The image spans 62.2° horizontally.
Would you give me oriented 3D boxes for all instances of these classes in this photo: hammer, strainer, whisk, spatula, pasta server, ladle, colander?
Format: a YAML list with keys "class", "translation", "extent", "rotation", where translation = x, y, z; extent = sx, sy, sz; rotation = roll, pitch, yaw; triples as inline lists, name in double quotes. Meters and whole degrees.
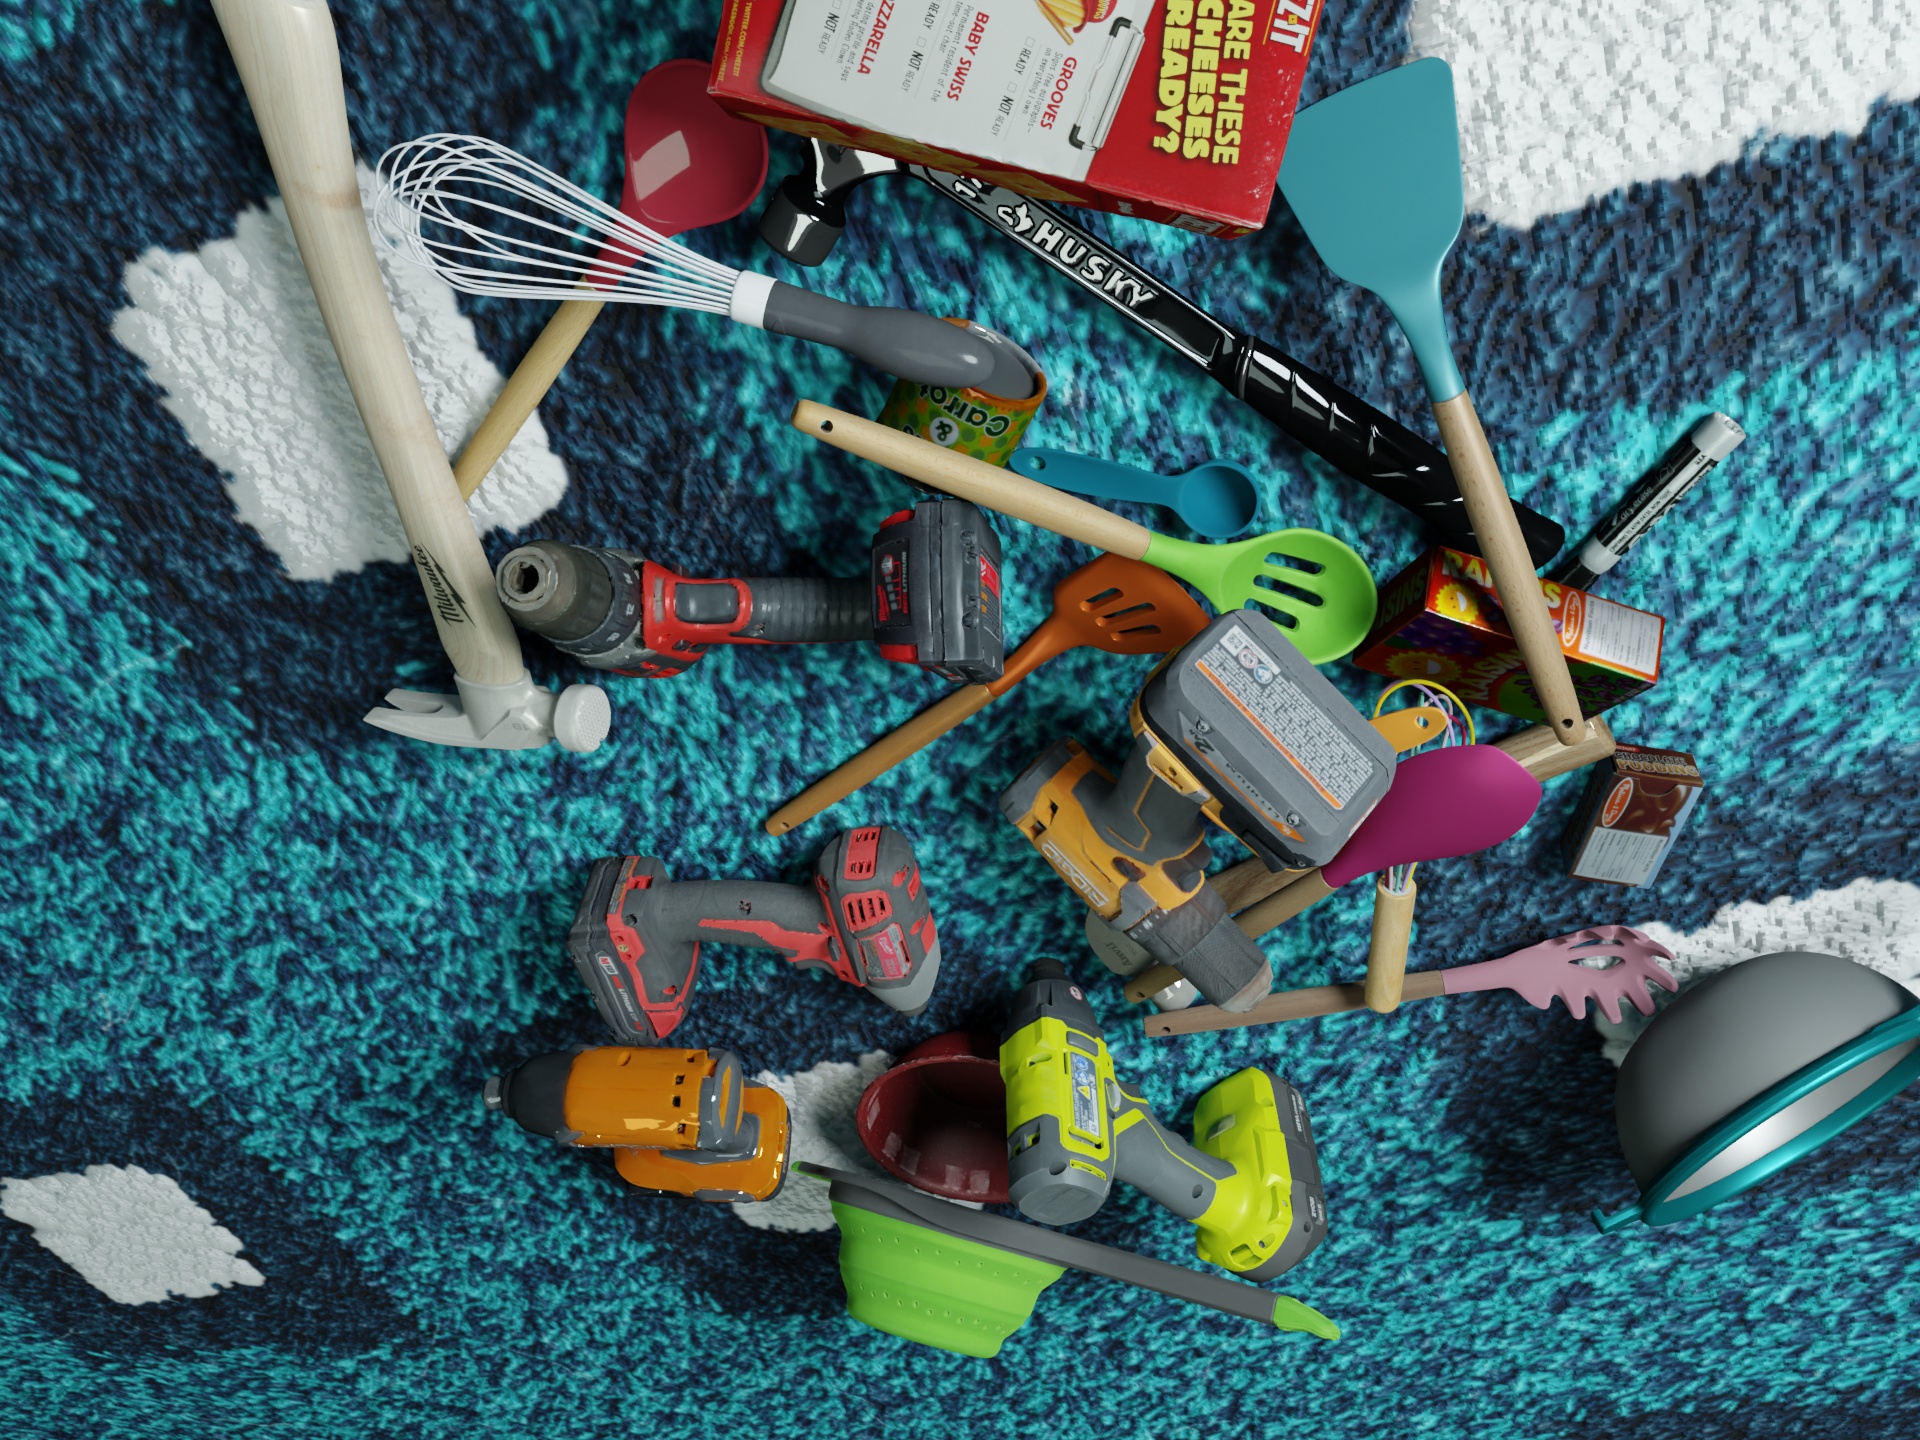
- class: "hammer"
  translation: [-0.294, -0.158, 0.799]
  extent: [0.146, 0.038, 0.410]
  rotation: [4, 126, 18]
- class: "strainer"
  translation: [0.490, 0.157, 0.901]
  extent: [0.211, 0.095, 0.340]
  rotation: [-2, 136, -35]
- class: "whisk"
  translation: [-0.122, -0.194, 0.702]
  extent: [0.284, 0.070, 0.070]
  rotation: [17, 130, 0]
- class: "spatula"
  translation: [0.227, -0.126, 0.712]
  extent: [0.082, 0.044, 0.317]
  rotation: [-19, 112, 20]
- class: "pasta server"
  translation: [0.270, 0.169, 0.977]
  extent: [0.316, 0.040, 0.060]
  rotation: [-10, 111, 9]
- class: "spatula"
  translation: [-0.001, -0.003, 0.893]
  extent: [0.322, 0.041, 0.081]
  rotation: [-33, 119, 31]
- class: "hammer"
  translation: [0.119, -0.178, 0.732]
  extent: [0.408, 0.036, 0.149]
  rotation: [29, 122, -16]
- class: "ladle"
  translation: [-0.188, -0.194, 0.774]
  extent: [0.069, 0.031, 0.315]
  rotation: [41, 126, -10]
- class: "whisk"
  translation: [0.247, 0.077, 0.879]
  extent: [0.047, 0.051, 0.244]
  rotation: [-2, 129, 4]
- class: "colander"
  translation: [0.054, 0.393, 1.075]
  extent: [0.397, 0.094, 0.204]
  rotation: [5, 160, 31]
- class: "hammer"
  translation: [0.215, 0.071, 0.928]
  extent: [0.331, 0.031, 0.130]
  rotation: [-29, 120, 28]

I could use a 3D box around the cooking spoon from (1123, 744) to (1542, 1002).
- class: "cooking spoon"
  translation: [0.189, 0.097, 0.884]
  extent: [0.068, 0.017, 0.319]
  rotation: [38, 137, -9]

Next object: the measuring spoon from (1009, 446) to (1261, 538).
- class: "measuring spoon"
  translation: [0.088, -0.123, 0.801]
  extent: [0.128, 0.021, 0.042]
  rotation: [13, 127, 10]

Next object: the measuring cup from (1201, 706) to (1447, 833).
- class: "measuring cup"
  translation: [0.190, 0.007, 0.829]
  extent: [0.173, 0.052, 0.095]
  rotation: [-23, 106, 50]

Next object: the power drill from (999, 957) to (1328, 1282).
- class: "power drill"
  translation: [0.124, 0.255, 1.017]
  extent: [0.223, 0.171, 0.080]
  rotation: [29, 128, -26]

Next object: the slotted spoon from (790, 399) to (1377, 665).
- class: "slotted spoon"
  translation: [0.065, -0.094, 0.754]
  extent: [0.313, 0.031, 0.070]
  rotation: [17, 107, -23]

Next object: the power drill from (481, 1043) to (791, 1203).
- class: "power drill"
  translation: [-0.209, 0.267, 1.066]
  extent: [0.164, 0.084, 0.226]
  rotation: [0, 156, 8]

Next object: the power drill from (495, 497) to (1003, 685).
- class: "power drill"
  translation: [-0.099, -0.060, 0.781]
  extent: [0.226, 0.188, 0.080]
  rotation: [-2, 86, 9]

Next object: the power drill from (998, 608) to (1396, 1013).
- class: "power drill"
  translation: [0.130, 0.061, 0.829]
  extent: [0.185, 0.084, 0.226]
  rotation: [46, 149, 3]

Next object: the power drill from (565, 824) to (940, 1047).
- class: "power drill"
  translation: [-0.123, 0.142, 1.011]
  extent: [0.219, 0.079, 0.143]
  rotation: [-7, 128, 10]
